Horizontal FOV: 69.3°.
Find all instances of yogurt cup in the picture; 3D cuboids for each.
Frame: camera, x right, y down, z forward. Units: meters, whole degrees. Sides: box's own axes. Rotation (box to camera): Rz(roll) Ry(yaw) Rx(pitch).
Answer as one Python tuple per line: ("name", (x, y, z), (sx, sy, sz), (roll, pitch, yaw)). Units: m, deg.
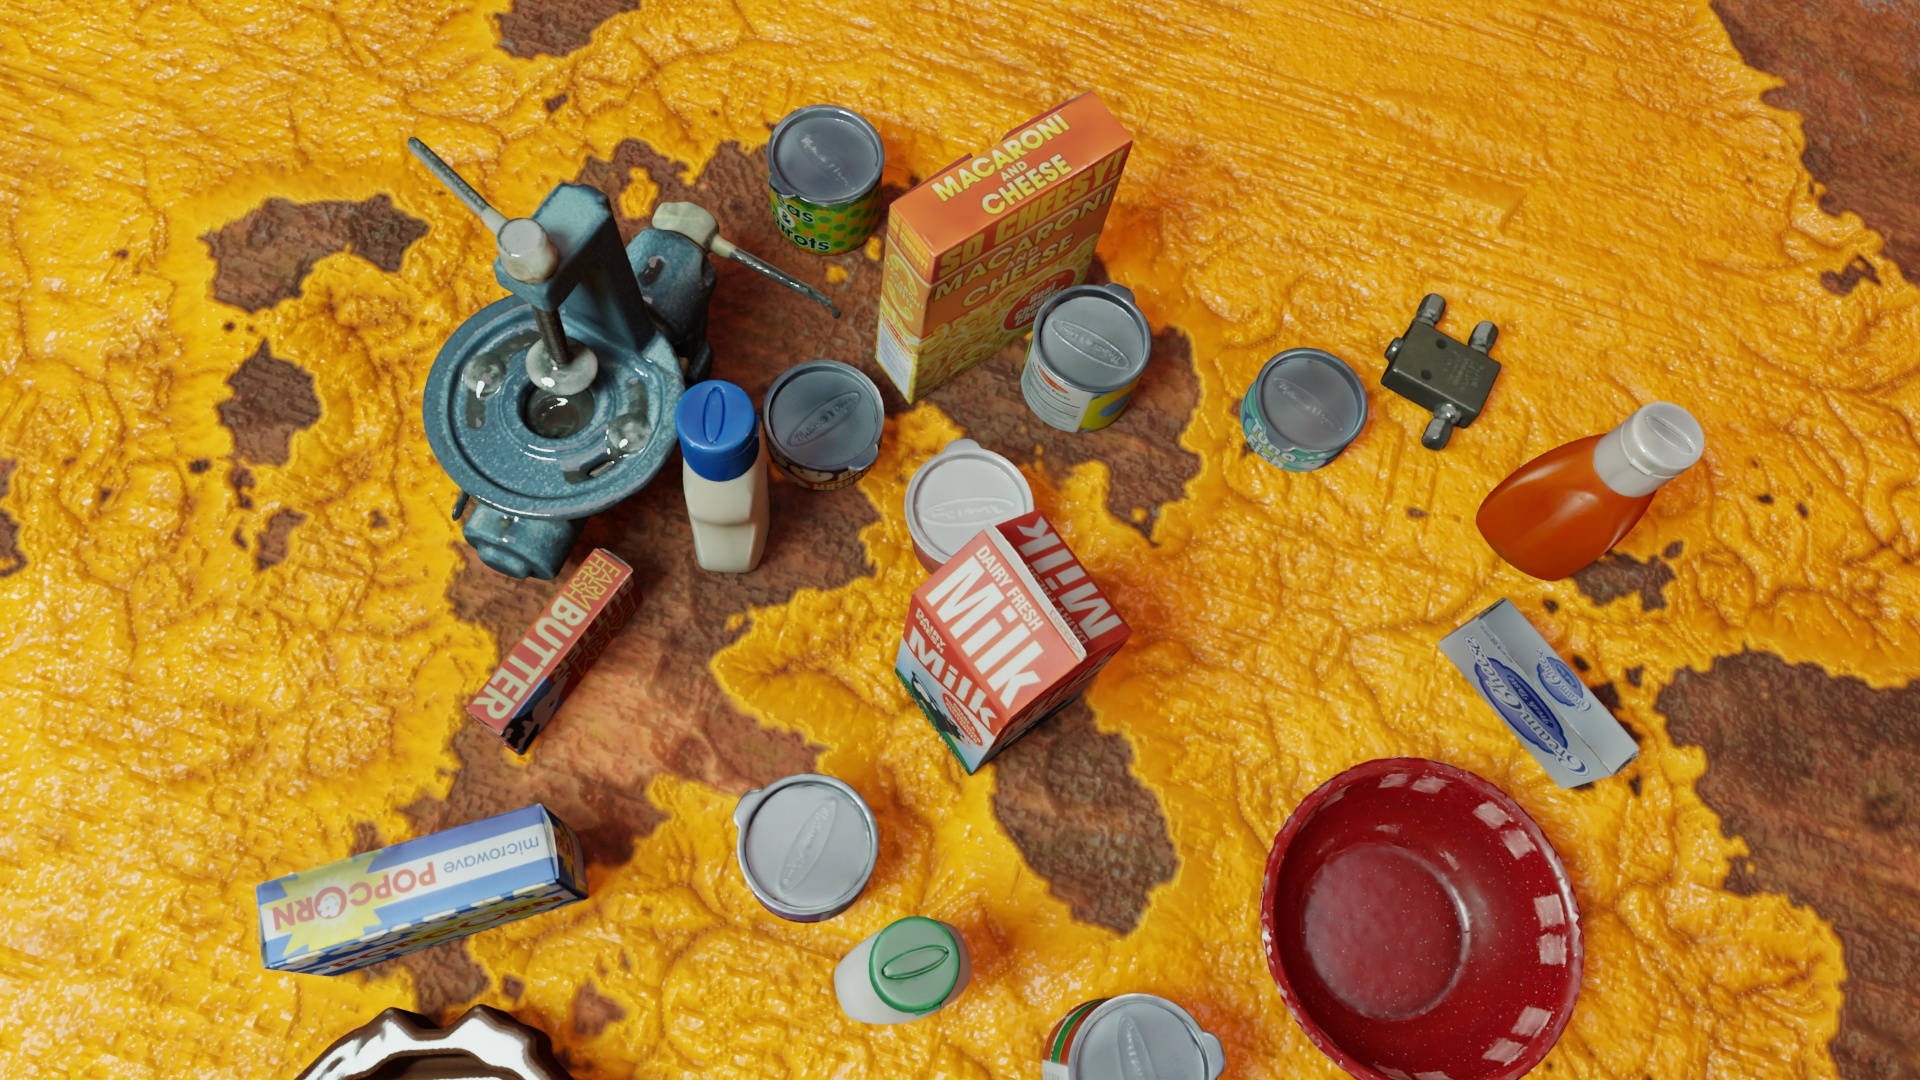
("yogurt cup", (0.003, -0.009, 0.744), (0.072, 0.053, 0.072), (2, 70, -5))

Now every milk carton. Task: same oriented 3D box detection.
("milk carton", (0.022, 0.048, 0.653), (0.073, 0.190, 0.072), (-33, 77, -15))

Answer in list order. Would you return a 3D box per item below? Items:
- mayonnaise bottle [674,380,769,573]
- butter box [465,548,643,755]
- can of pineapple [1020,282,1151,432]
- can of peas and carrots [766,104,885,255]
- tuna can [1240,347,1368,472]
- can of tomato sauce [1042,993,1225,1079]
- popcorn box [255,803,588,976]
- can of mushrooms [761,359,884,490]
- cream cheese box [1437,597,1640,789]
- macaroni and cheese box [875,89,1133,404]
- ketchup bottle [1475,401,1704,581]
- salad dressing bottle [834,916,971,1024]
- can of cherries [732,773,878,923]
("mayonnaise bottle", (-0.117, -0.033, 0.690), (0.041, 0.147, 0.065), (3, 70, -5))
("butter box", (-0.202, 0.056, 0.700), (0.024, 0.053, 0.104), (33, 71, 6))
("can of pineapple", (0.071, -0.102, 0.783), (0.071, 0.057, 0.071), (2, 70, -5))
("can of peas and carrots", (-0.080, -0.206, 0.804), (0.071, 0.058, 0.071), (2, 70, -5))
("tuna can", (0.195, -0.073, 0.798), (0.071, 0.032, 0.071), (2, 70, -5))
("can of tomato sauce", (0.078, 0.245, 0.645), (0.071, 0.082, 0.071), (2, 70, -5))
("popcorn box", (-0.243, 0.162, 0.640), (0.127, 0.085, 0.038), (-15, 73, -11))
("can of mushrooms", (-0.074, -0.061, 0.766), (0.071, 0.033, 0.071), (2, 70, -5))
("cream cheese box", (0.307, 0.083, 0.743), (0.024, 0.053, 0.104), (-35, 77, -16))
("macaroni and cheese box", (0.017, -0.150, 0.736), (0.124, 0.166, 0.040), (-33, 77, -16))
("ketchup bottle", (0.332, -0.026, 0.734), (0.065, 0.148, 0.044), (40, 72, 8))
("salad dressing bottle", (-0.024, 0.191, 0.619), (0.064, 0.147, 0.044), (-15, 73, -11))
("can of cherries", (-0.076, 0.149, 0.677), (0.071, 0.058, 0.071), (2, 70, -5))
